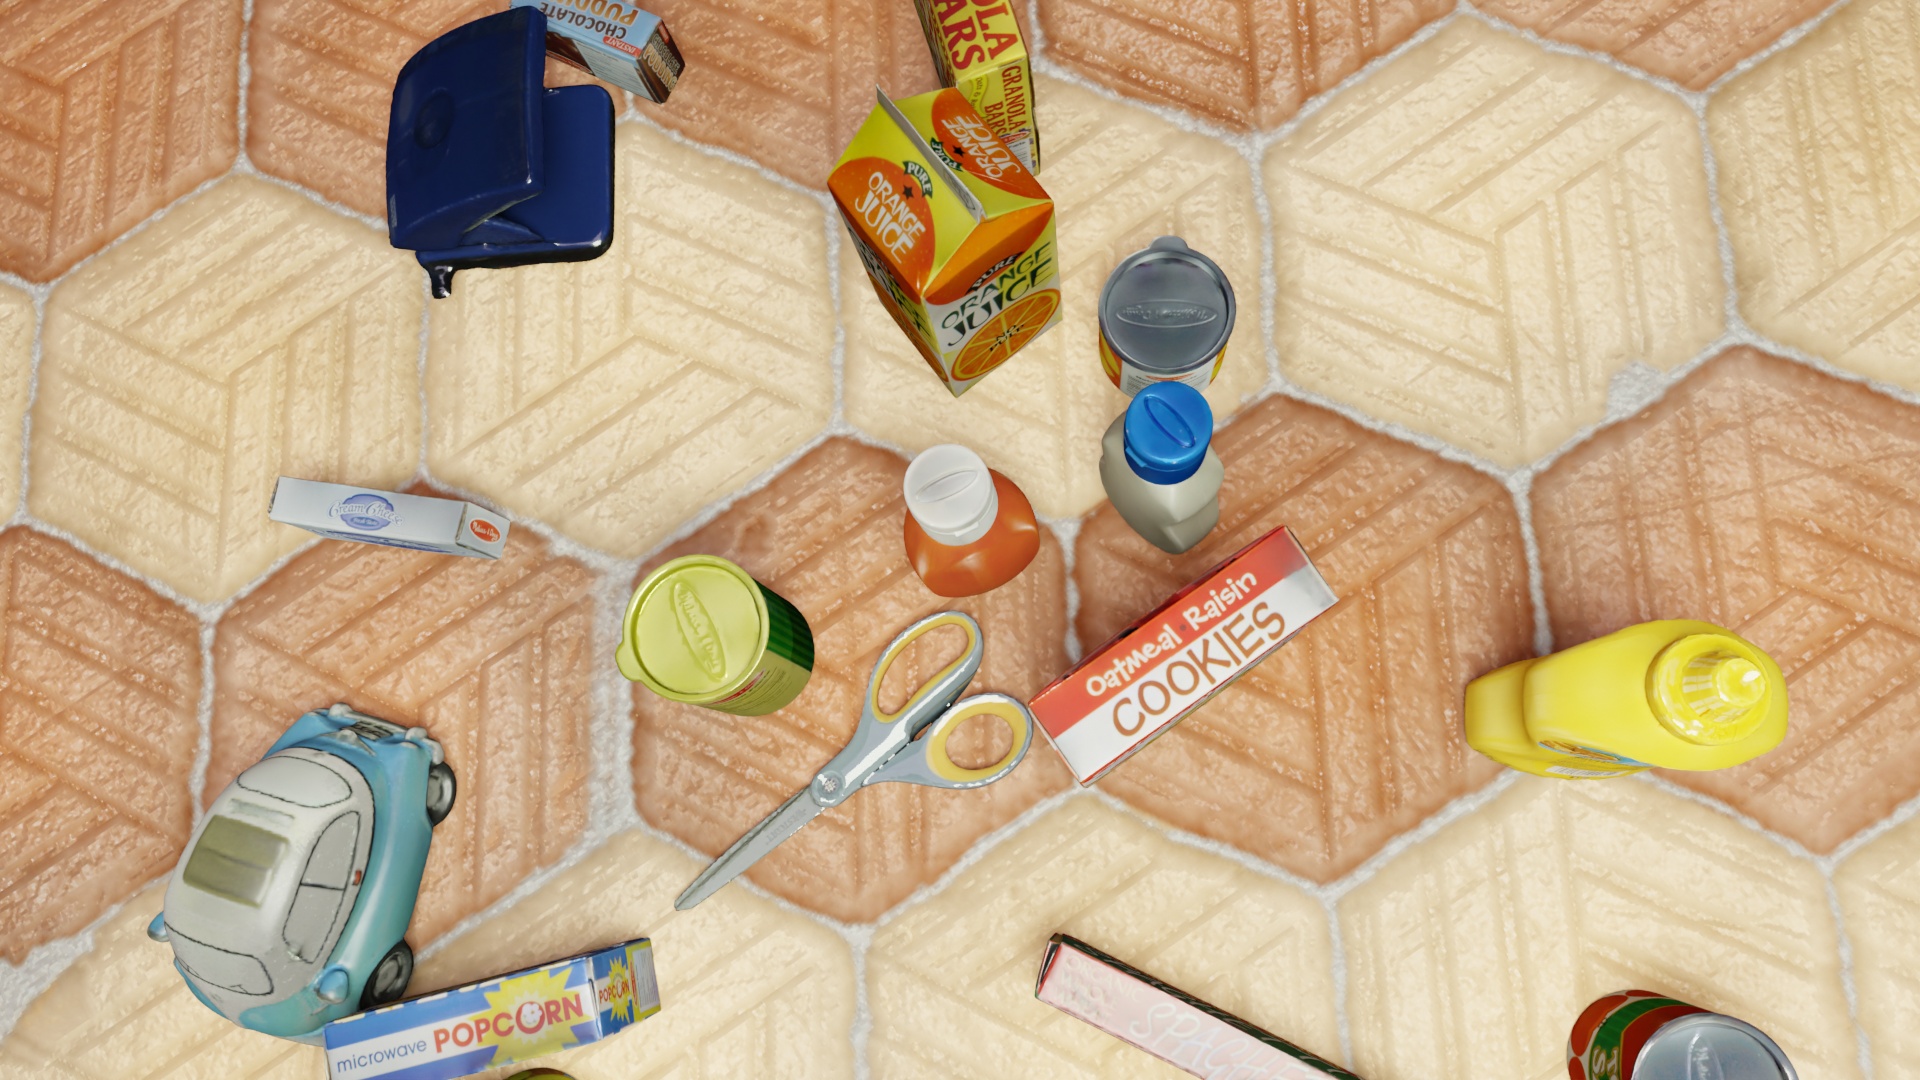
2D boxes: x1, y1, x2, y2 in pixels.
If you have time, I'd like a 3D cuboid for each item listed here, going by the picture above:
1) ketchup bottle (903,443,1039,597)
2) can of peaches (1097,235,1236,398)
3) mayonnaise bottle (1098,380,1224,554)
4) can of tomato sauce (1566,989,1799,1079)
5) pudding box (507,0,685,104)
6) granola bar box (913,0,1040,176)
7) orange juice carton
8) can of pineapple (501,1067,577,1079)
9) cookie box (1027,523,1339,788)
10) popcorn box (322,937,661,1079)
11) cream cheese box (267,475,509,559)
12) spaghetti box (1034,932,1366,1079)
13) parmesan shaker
[{"bbox_3d":[0.002,-0.008,0.639,0.065,0.148,0.043,-25,78,1],"label":"ketchup bottle"},{"bbox_3d":[0.102,-0.108,0.696,0.071,0.058,0.071,-1,79,5],"label":"can of peaches"},{"bbox_3d":[0.093,-0.034,0.636,0.041,0.148,0.065,-42,78,-3],"label":"mayonnaise bottle"},{"bbox_3d":[0.304,0.232,0.594,0.071,0.083,0.071,-1,79,5],"label":"can of tomato sauce"},{"bbox_3d":[-0.199,-0.278,0.764,0.084,0.049,0.030,25,82,10],"label":"pudding box"},{"bbox_3d":[-0.002,-0.279,0.707,0.039,0.124,0.166,-18,78,2],"label":"granola bar box"},{"bbox_3d":[-0.004,-0.139,0.644,0.073,0.192,0.072,-37,78,-2],"label":"orange juice carton"},{"bbox_3d":[-0.208,0.283,0.646,0.071,0.058,0.071,-1,79,5],"label":"can of pineapple"},{"bbox_3d":[0.092,0.057,0.607,0.123,0.167,0.040,-35,78,-2],"label":"cookie box"},{"bbox_3d":[-0.214,0.221,0.645,0.127,0.085,0.038,-15,78,2],"label":"popcorn box"},{"bbox_3d":[-0.293,-0.011,0.716,0.104,0.053,0.024,8,80,7],"label":"cream cheese box"},{"bbox_3d":[0.150,0.244,0.624,0.250,0.050,0.029,24,82,10],"label":"spaghetti box"},{"bbox_3d":[-0.114,0.049,0.662,0.071,0.103,0.071,-1,79,5],"label":"parmesan shaker"}]
